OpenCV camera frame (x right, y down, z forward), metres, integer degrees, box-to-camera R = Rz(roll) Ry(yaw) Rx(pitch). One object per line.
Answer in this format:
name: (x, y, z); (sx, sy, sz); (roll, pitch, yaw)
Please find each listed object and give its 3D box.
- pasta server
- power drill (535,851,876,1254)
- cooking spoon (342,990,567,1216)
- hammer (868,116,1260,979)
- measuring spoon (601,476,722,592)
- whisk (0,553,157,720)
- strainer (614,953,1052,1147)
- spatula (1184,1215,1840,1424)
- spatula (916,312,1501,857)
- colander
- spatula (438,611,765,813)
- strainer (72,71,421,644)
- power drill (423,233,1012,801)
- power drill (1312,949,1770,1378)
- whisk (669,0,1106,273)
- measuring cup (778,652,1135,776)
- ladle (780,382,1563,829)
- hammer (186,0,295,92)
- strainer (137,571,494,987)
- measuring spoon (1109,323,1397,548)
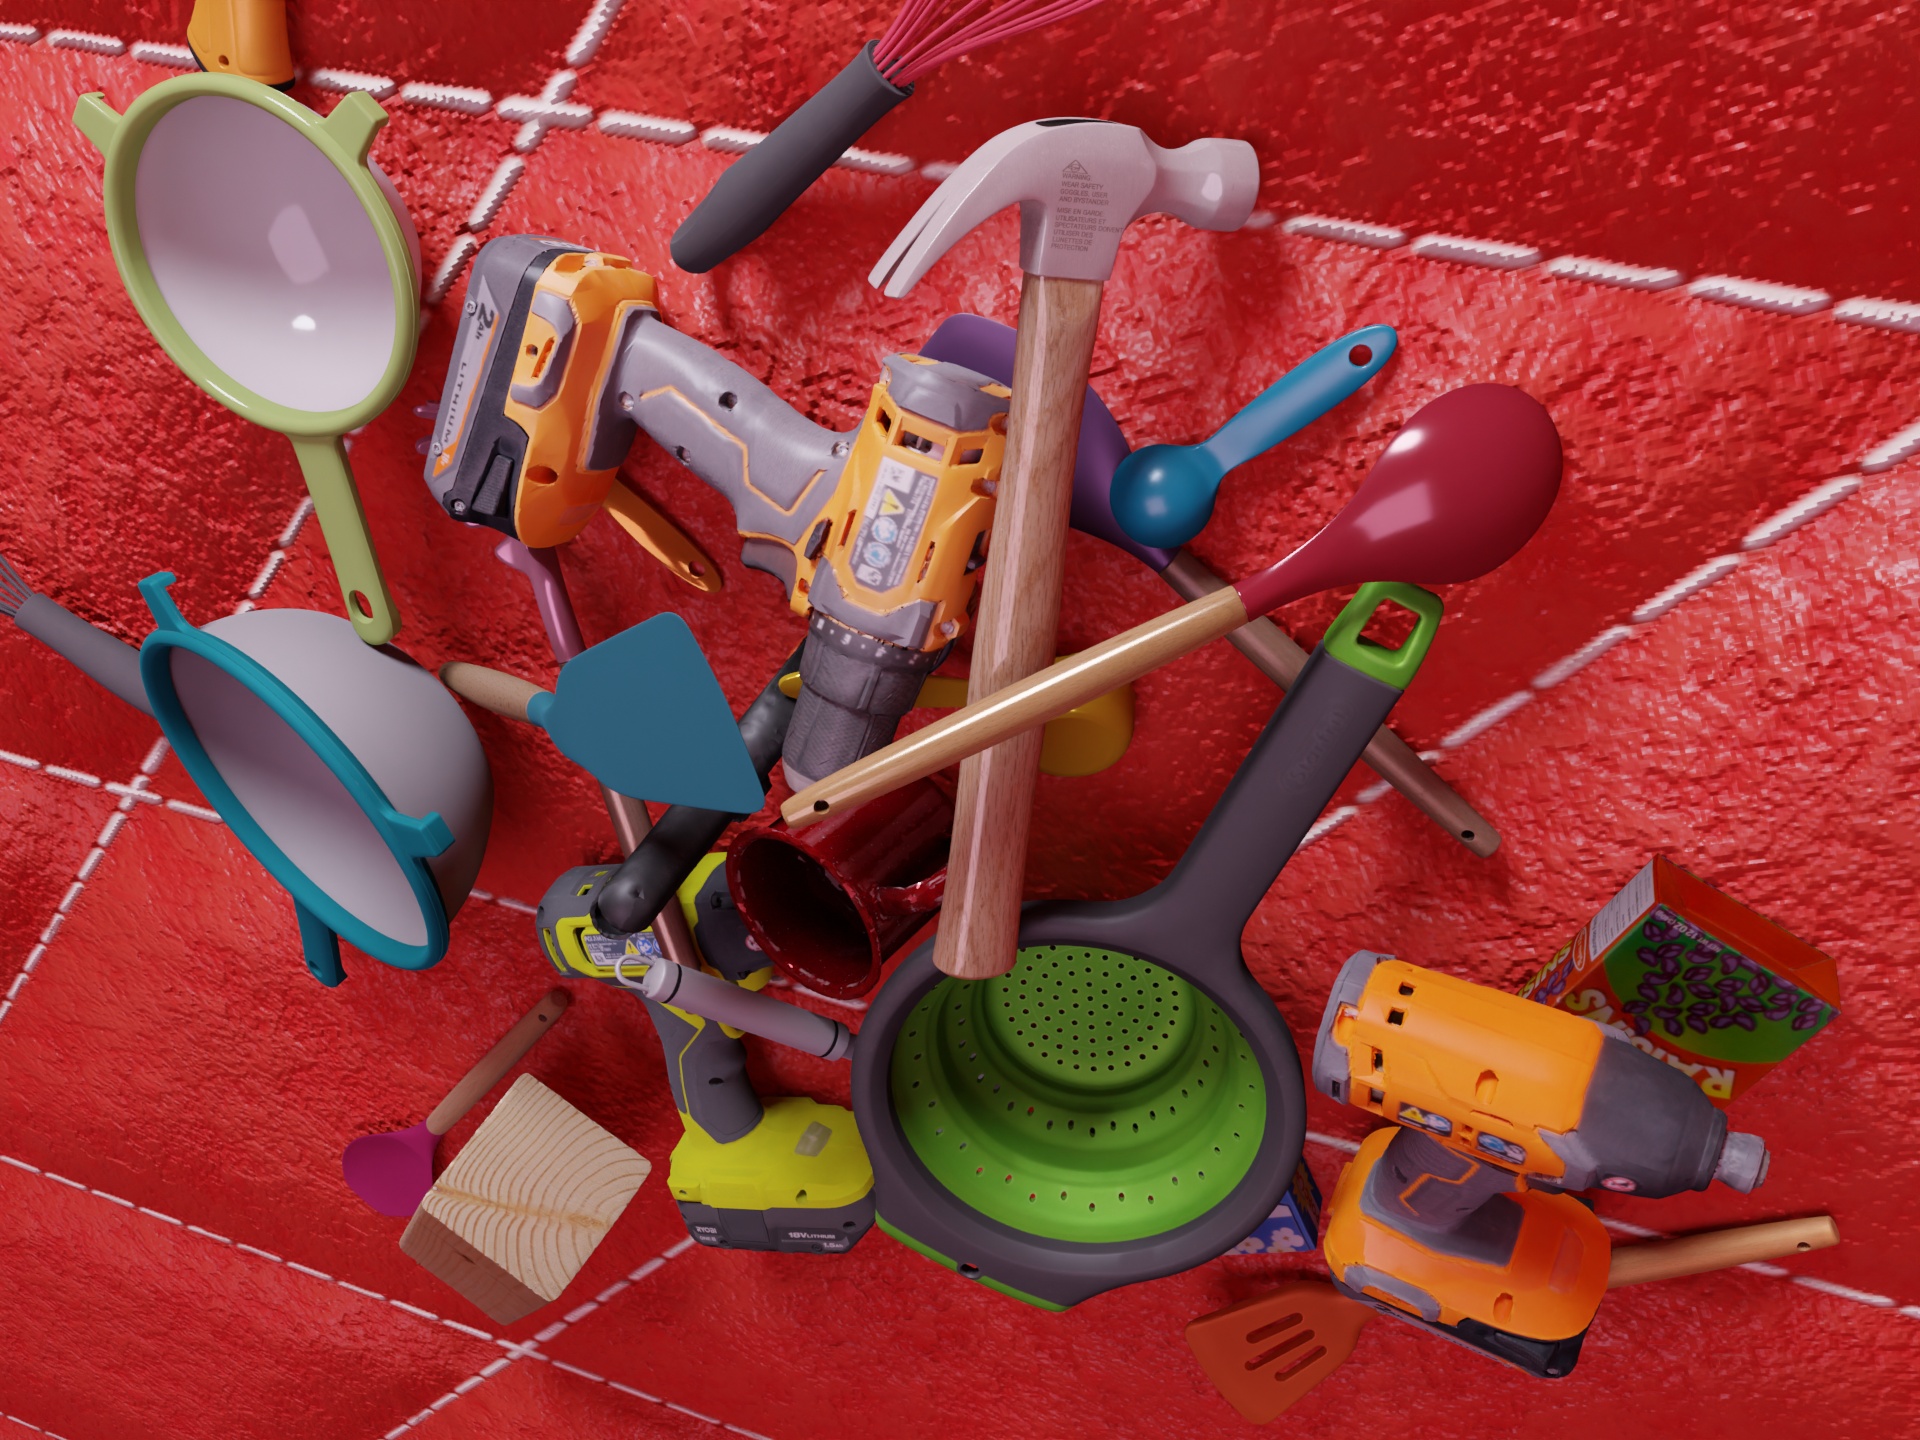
pasta server: (-0.181, -0.001, 0.754); (0.060, 0.040, 0.316); (2, 112, 57)
power drill: (-0.115, 0.176, 0.856); (0.171, 0.080, 0.223); (-6, 115, 26)
cooking spoon: (-0.328, 0.251, 1.027); (0.068, 0.017, 0.318); (43, 127, -5)
hammer: (0.021, -0.050, 0.595); (0.130, 0.031, 0.331); (-2, 114, -21)
measuring spoon: (-0.153, -0.101, 0.735); (0.117, 0.011, 0.021); (43, 127, -12)
whisk: (-0.519, -0.063, 0.889); (0.239, 0.055, 0.055); (35, 128, -7)
strainer: (-0.058, 0.157, 0.779); (0.258, 0.087, 0.050); (27, 156, -33)
spatula: (0.266, 0.291, 0.793); (0.322, 0.041, 0.081); (-25, 108, 32)
spatula: (0.106, -0.051, 0.653); (0.316, 0.018, 0.059); (42, 123, -6)
colander: (0.091, 0.092, 0.712); (0.204, 0.094, 0.397); (27, 116, -3)
spatula: (-0.179, -0.011, 0.698); (0.318, 0.044, 0.082); (13, 129, 59)
strainer: (-0.278, -0.159, 0.710); (0.151, 0.069, 0.256); (7, 124, 18)
power drill: (-0.100, -0.082, 0.649); (0.226, 0.084, 0.185); (23, 108, 11)
power drill: (0.233, 0.194, 0.670); (0.164, 0.084, 0.226); (17, 145, 25)
whisk: (-0.011, -0.240, 0.557); (0.296, 0.073, 0.073); (-27, 108, 39)
measuring cup: (-0.001, -0.002, 0.688); (0.156, 0.029, 0.062); (4, 140, -4)
ladle: (0.077, -0.033, 0.577); (0.315, 0.031, 0.069); (-26, 109, 4)
hammer: (-0.268, -0.399, 0.574); (0.127, 0.034, 0.336); (19, 126, 12)
strainer: (-0.324, 0.051, 0.863); (0.211, 0.095, 0.340); (40, 146, 8)
measuring spoon: (0.109, -0.107, 0.603); (0.128, 0.021, 0.042); (-34, 100, 27)
